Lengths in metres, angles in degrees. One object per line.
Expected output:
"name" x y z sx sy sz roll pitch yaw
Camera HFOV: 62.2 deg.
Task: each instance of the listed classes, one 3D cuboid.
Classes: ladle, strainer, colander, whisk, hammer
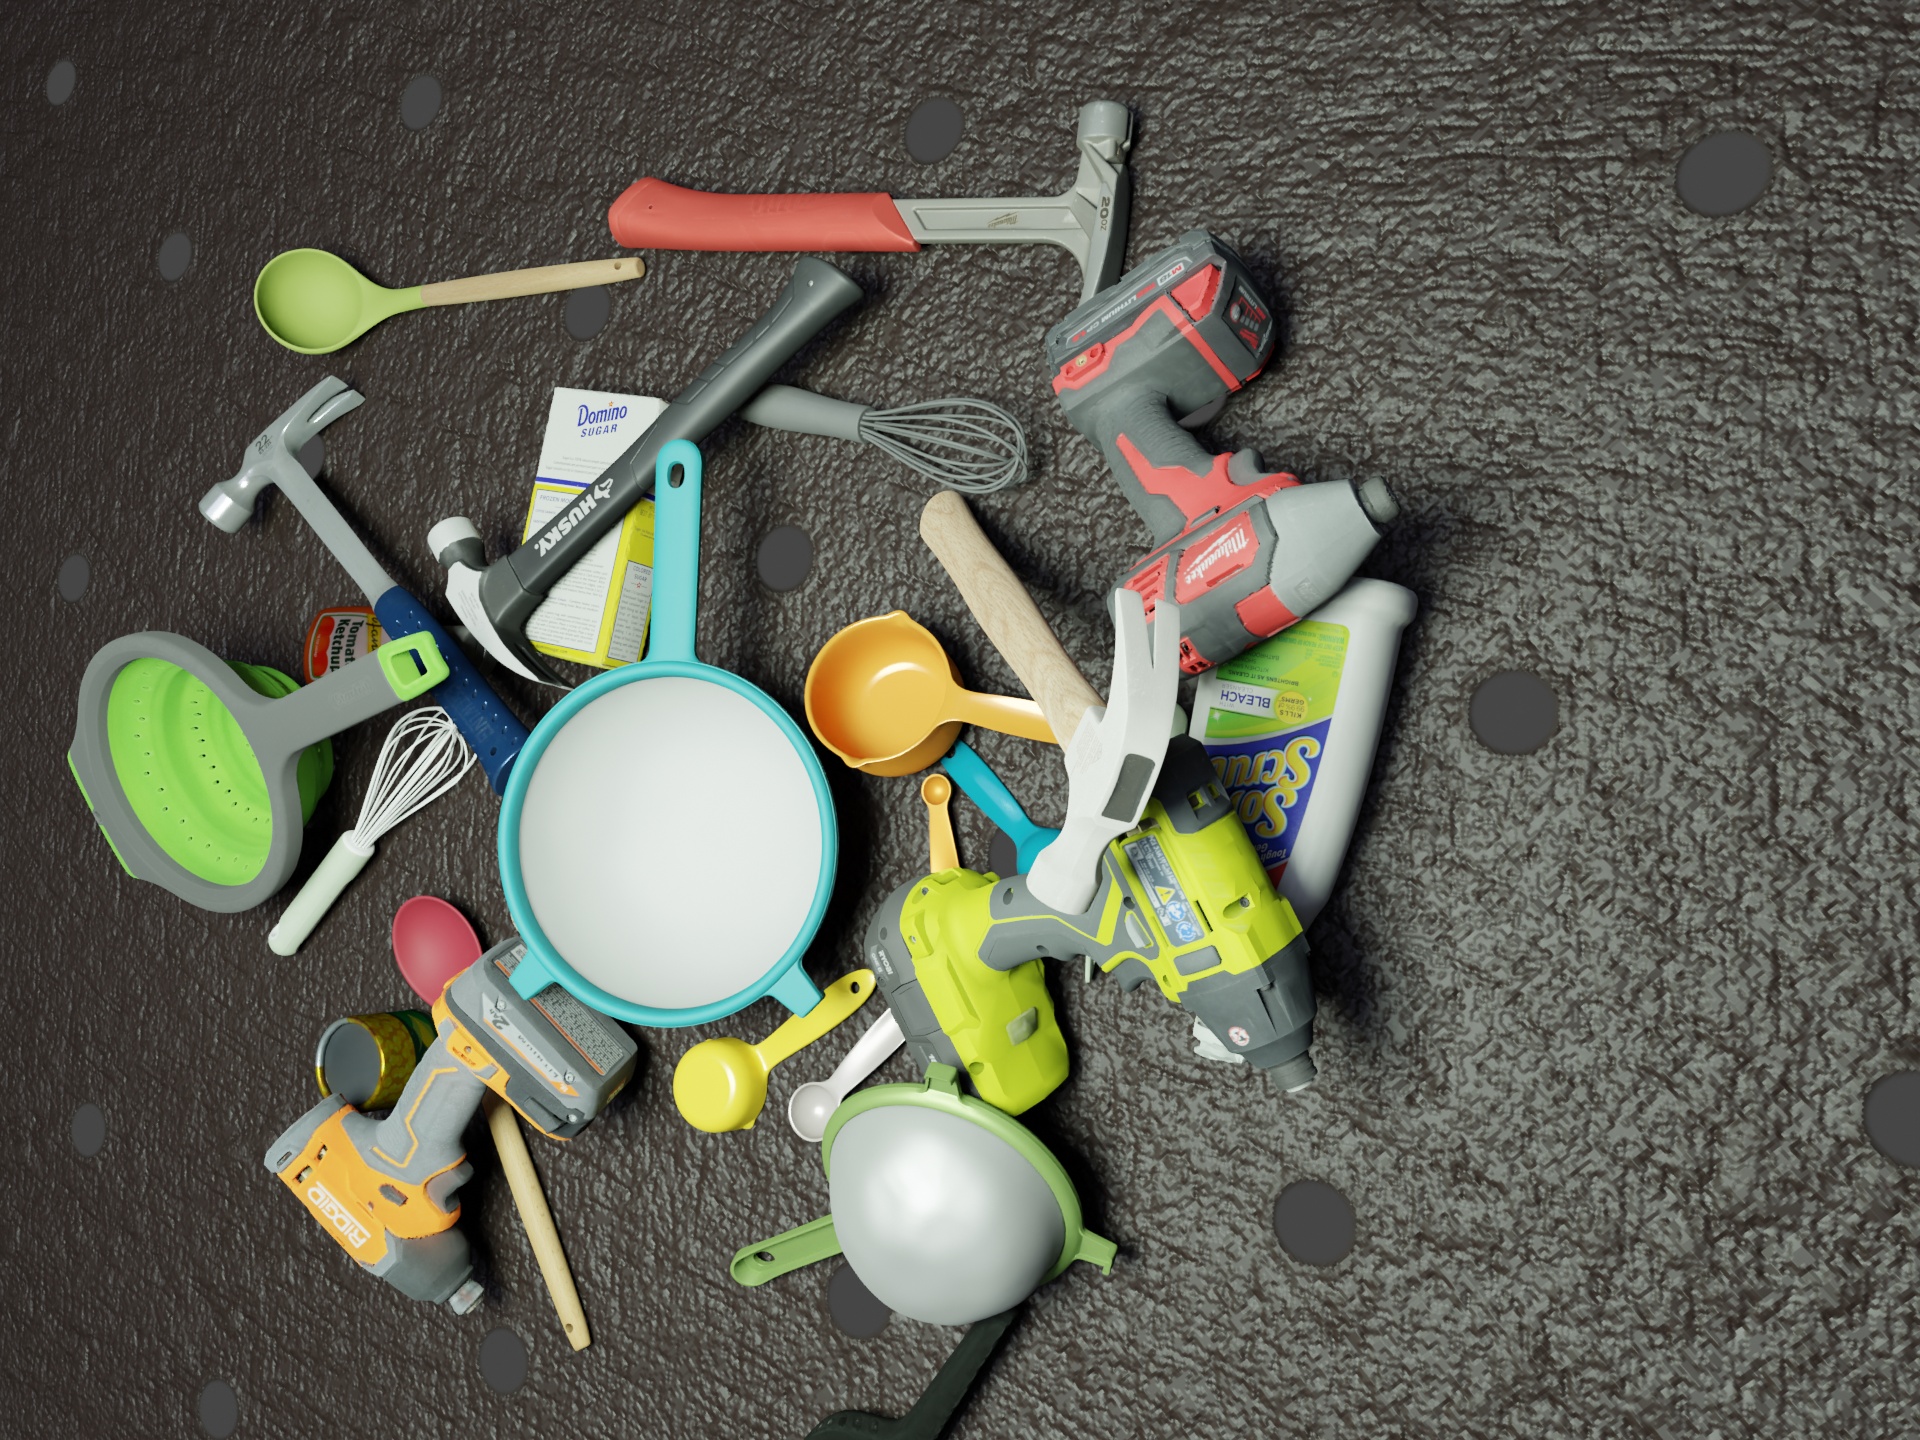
"ladle" -0.304 0.261 1.051 0.069 0.031 0.316 -31 73 21
"strainer" -0.159 0.008 0.957 0.211 0.095 0.340 1 87 14
"colander" -0.453 0.003 1.084 0.397 0.094 0.204 -19 99 33
"whisk" -0.059 -0.180 0.960 0.239 0.055 0.055 18 93 31
"hammer" 0.031 -0.047 0.800 0.130 0.031 0.332 -65 24 21
"strainer" -0.052 0.290 0.868 0.256 0.069 0.151 -31 105 35
"ladle" -0.365 -0.307 1.125 0.320 0.062 0.078 1 85 25
"hammer" -0.392 -0.093 1.086 0.144 0.035 0.406 -48 59 2
"whisk" -0.419 0.081 1.120 0.246 0.059 0.058 -48 30 19
"hammer" -0.068 -0.298 0.982 0.359 0.036 0.149 9 89 27
"hammer" -0.188 -0.160 0.982 0.334 0.035 0.146 -39 67 15

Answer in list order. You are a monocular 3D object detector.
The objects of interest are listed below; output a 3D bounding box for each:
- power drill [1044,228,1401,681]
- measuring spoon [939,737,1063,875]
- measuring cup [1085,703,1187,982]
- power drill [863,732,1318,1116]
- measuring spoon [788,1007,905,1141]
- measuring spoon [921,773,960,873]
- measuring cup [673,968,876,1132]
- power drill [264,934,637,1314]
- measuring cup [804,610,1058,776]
"power drill" 0.127 -0.135 0.797 0.143 0.078 0.220 -30 50 24
"measuring spoon" 0.021 0.051 0.907 0.042 0.021 0.129 -49 66 15
"measuring cup" 0.093 0.067 0.853 0.038 0.083 0.167 9 106 11
"power drill" 0.066 0.123 0.799 0.223 0.080 0.171 -29 86 43
"measuring spoon" -0.053 0.199 0.938 0.124 0.018 0.034 -47 66 8
"measuring spoon" -0.006 0.089 0.926 0.021 0.011 0.117 -10 84 27
"measuring cup" -0.113 0.195 0.956 0.156 0.029 0.062 -39 69 20
"power drill" -0.309 0.261 0.993 0.226 0.084 0.164 -43 90 16
"measuring cup" -0.001 -0.003 0.907 0.174 0.052 0.095 12 76 19
